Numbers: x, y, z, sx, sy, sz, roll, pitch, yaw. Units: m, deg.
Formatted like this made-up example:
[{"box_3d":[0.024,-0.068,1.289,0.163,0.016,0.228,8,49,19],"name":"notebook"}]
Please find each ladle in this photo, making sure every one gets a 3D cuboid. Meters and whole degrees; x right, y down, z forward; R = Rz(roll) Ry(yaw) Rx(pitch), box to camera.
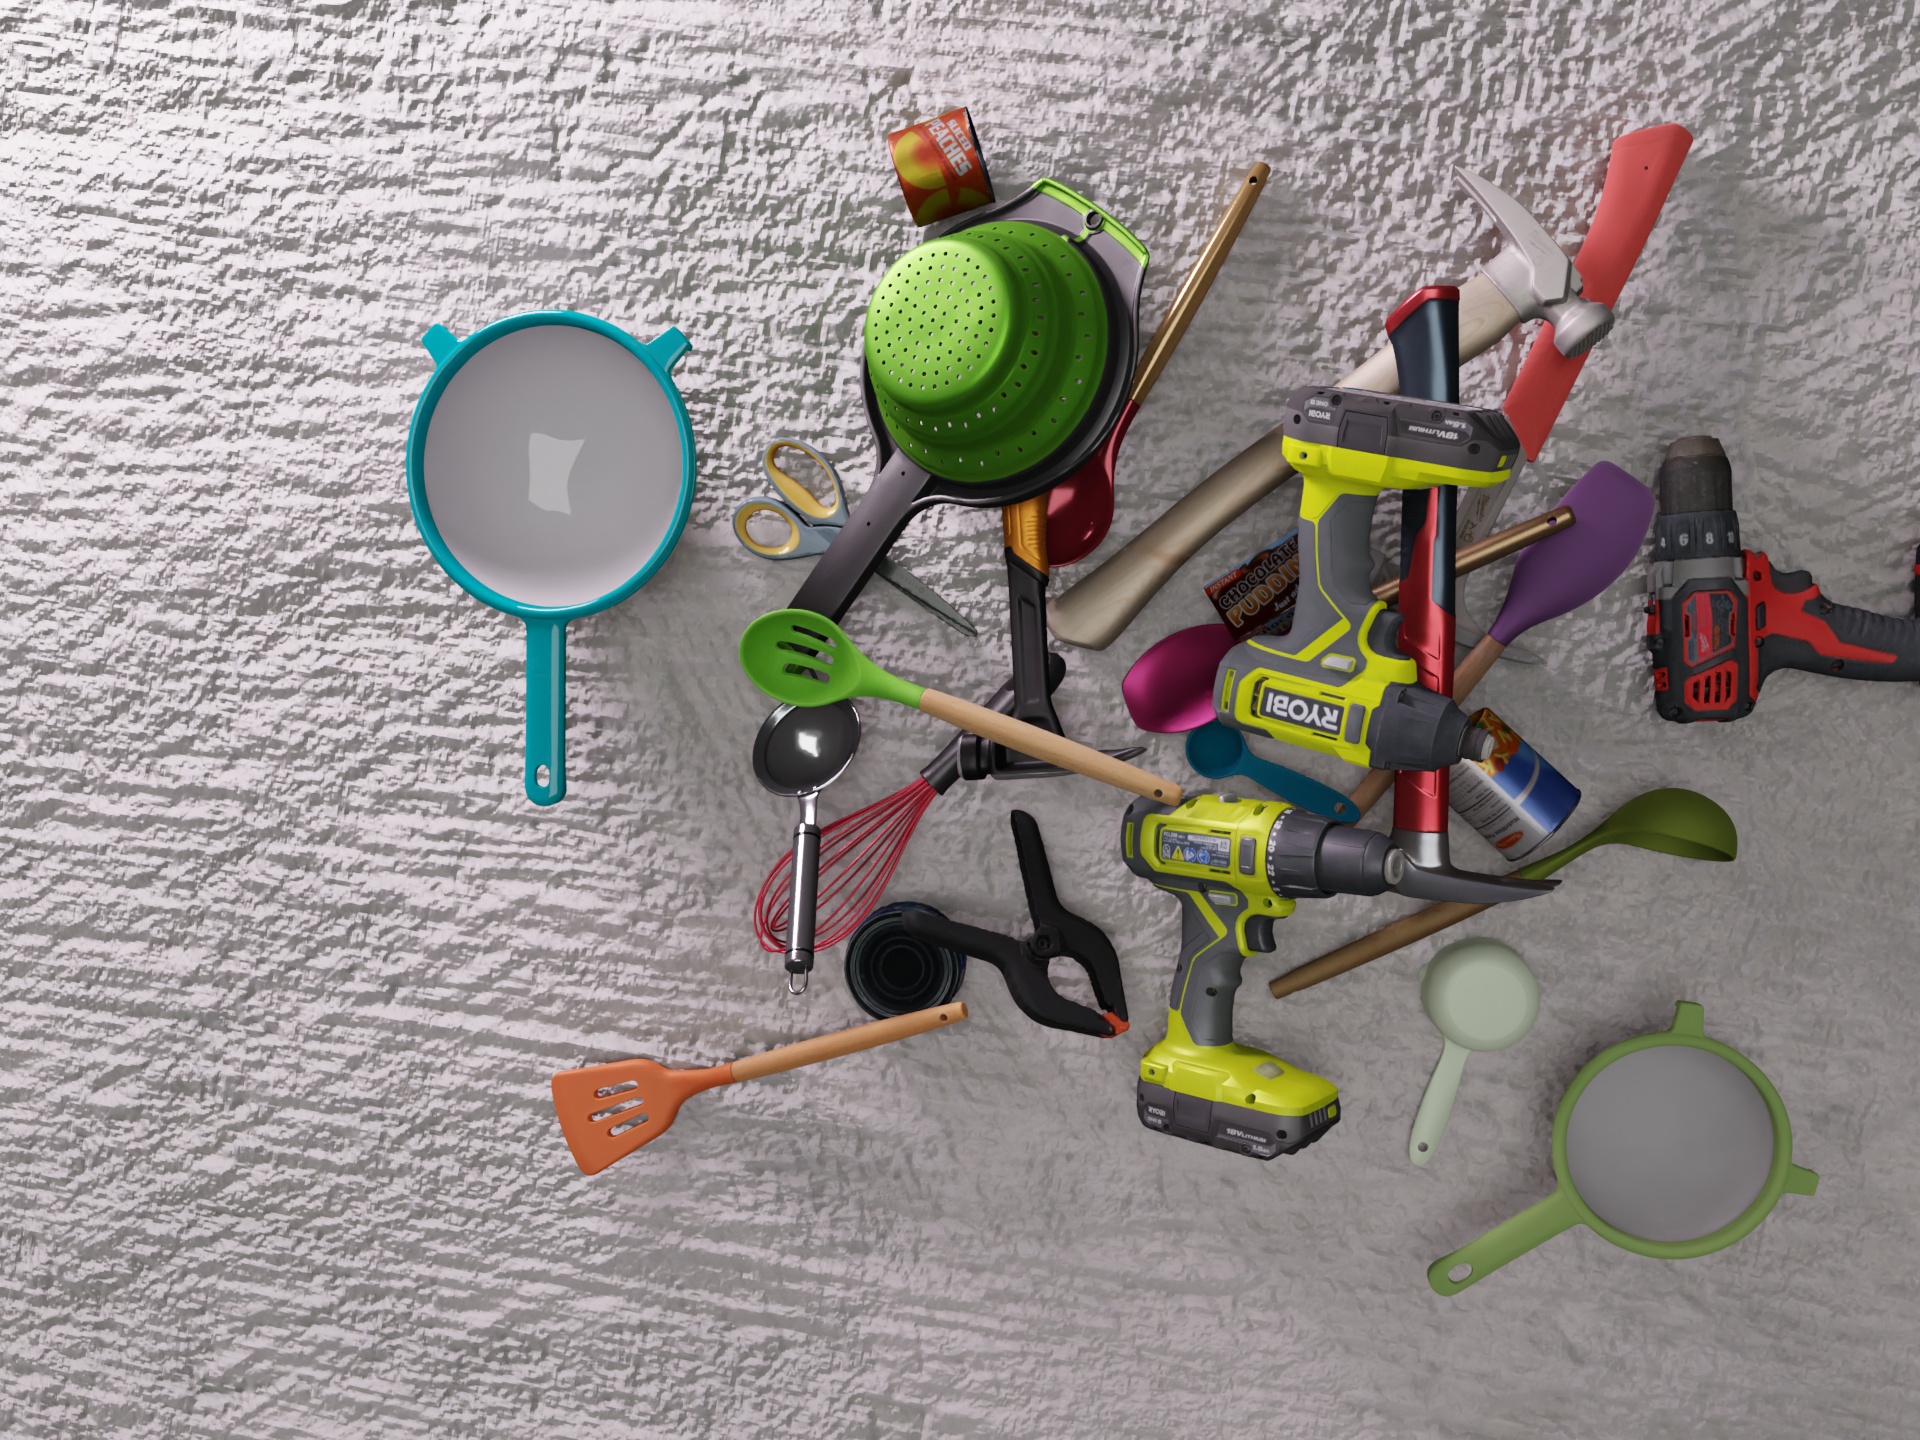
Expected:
[{"box_3d":[0.130,-0.245,1.102,0.069,0.031,0.315,31,94,11],"name":"ladle"},{"box_3d":[0.361,0.130,1.076,0.320,0.078,0.062,-27,69,13],"name":"ladle"}]

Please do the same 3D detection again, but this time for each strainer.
[{"box_3d":[-0.105,0.074,1.092,0.087,0.050,0.259,-15,49,18],"name":"strainer"},{"box_3d":[-0.276,-0.113,1.130,0.211,0.095,0.340,3,95,10],"name":"strainer"},{"box_3d":[0.422,0.304,1.069,0.256,0.069,0.151,-35,90,9],"name":"strainer"}]

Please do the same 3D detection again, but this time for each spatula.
[{"box_3d":[0.342,-0.032,1.058,0.060,0.018,0.316,40,106,12],"name":"spatula"},{"box_3d":[-0.144,0.250,1.142,0.322,0.041,0.081,-19,90,19],"name":"spatula"}]

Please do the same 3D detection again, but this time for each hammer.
[{"box_3d":[0.052,-0.130,1.080,0.127,0.034,0.337,-5,85,14],"name":"hammer"},{"box_3d":[0.311,-0.077,1.006,0.143,0.038,0.386,4,99,32],"name":"hammer"},{"box_3d":[0.219,-0.192,1.073,0.410,0.038,0.146,-37,75,13],"name":"hammer"},{"box_3d":[0.398,-0.221,1.062,0.149,0.036,0.359,26,96,5],"name":"hammer"}]

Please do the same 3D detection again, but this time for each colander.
[{"box_3d":[-0.042,-0.183,1.053,0.205,0.094,0.397,43,106,24],"name":"colander"}]

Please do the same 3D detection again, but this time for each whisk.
[{"box_3d":[-0.034,0.059,1.125,0.296,0.073,0.073,-44,87,2],"name":"whisk"}]

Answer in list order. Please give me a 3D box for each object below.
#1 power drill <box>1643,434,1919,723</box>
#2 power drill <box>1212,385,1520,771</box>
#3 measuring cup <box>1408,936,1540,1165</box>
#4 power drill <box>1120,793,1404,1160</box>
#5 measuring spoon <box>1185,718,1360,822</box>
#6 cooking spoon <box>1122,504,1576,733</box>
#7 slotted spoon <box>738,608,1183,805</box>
[{"box_3d":[0.563,-0.095,1.029,0.227,0.080,0.188,-2,92,11],"name":"power drill"},{"box_3d":[0.257,-0.084,0.974,0.171,0.080,0.223,16,109,29],"name":"power drill"},{"box_3d":[0.342,0.231,1.090,0.083,0.038,0.167,19,93,6],"name":"measuring cup"},{"box_3d":[0.197,0.165,1.056,0.191,0.080,0.228,5,97,39],"name":"power drill"},{"box_3d":[0.217,0.038,1.101,0.129,0.021,0.042,27,102,12],"name":"measuring spoon"},{"box_3d":[0.255,-0.071,1.071,0.319,0.017,0.069,-24,74,20],"name":"cooking spoon"},{"box_3d":[-0.002,-0.003,1.056,0.314,0.031,0.070,21,114,13],"name":"slotted spoon"}]
